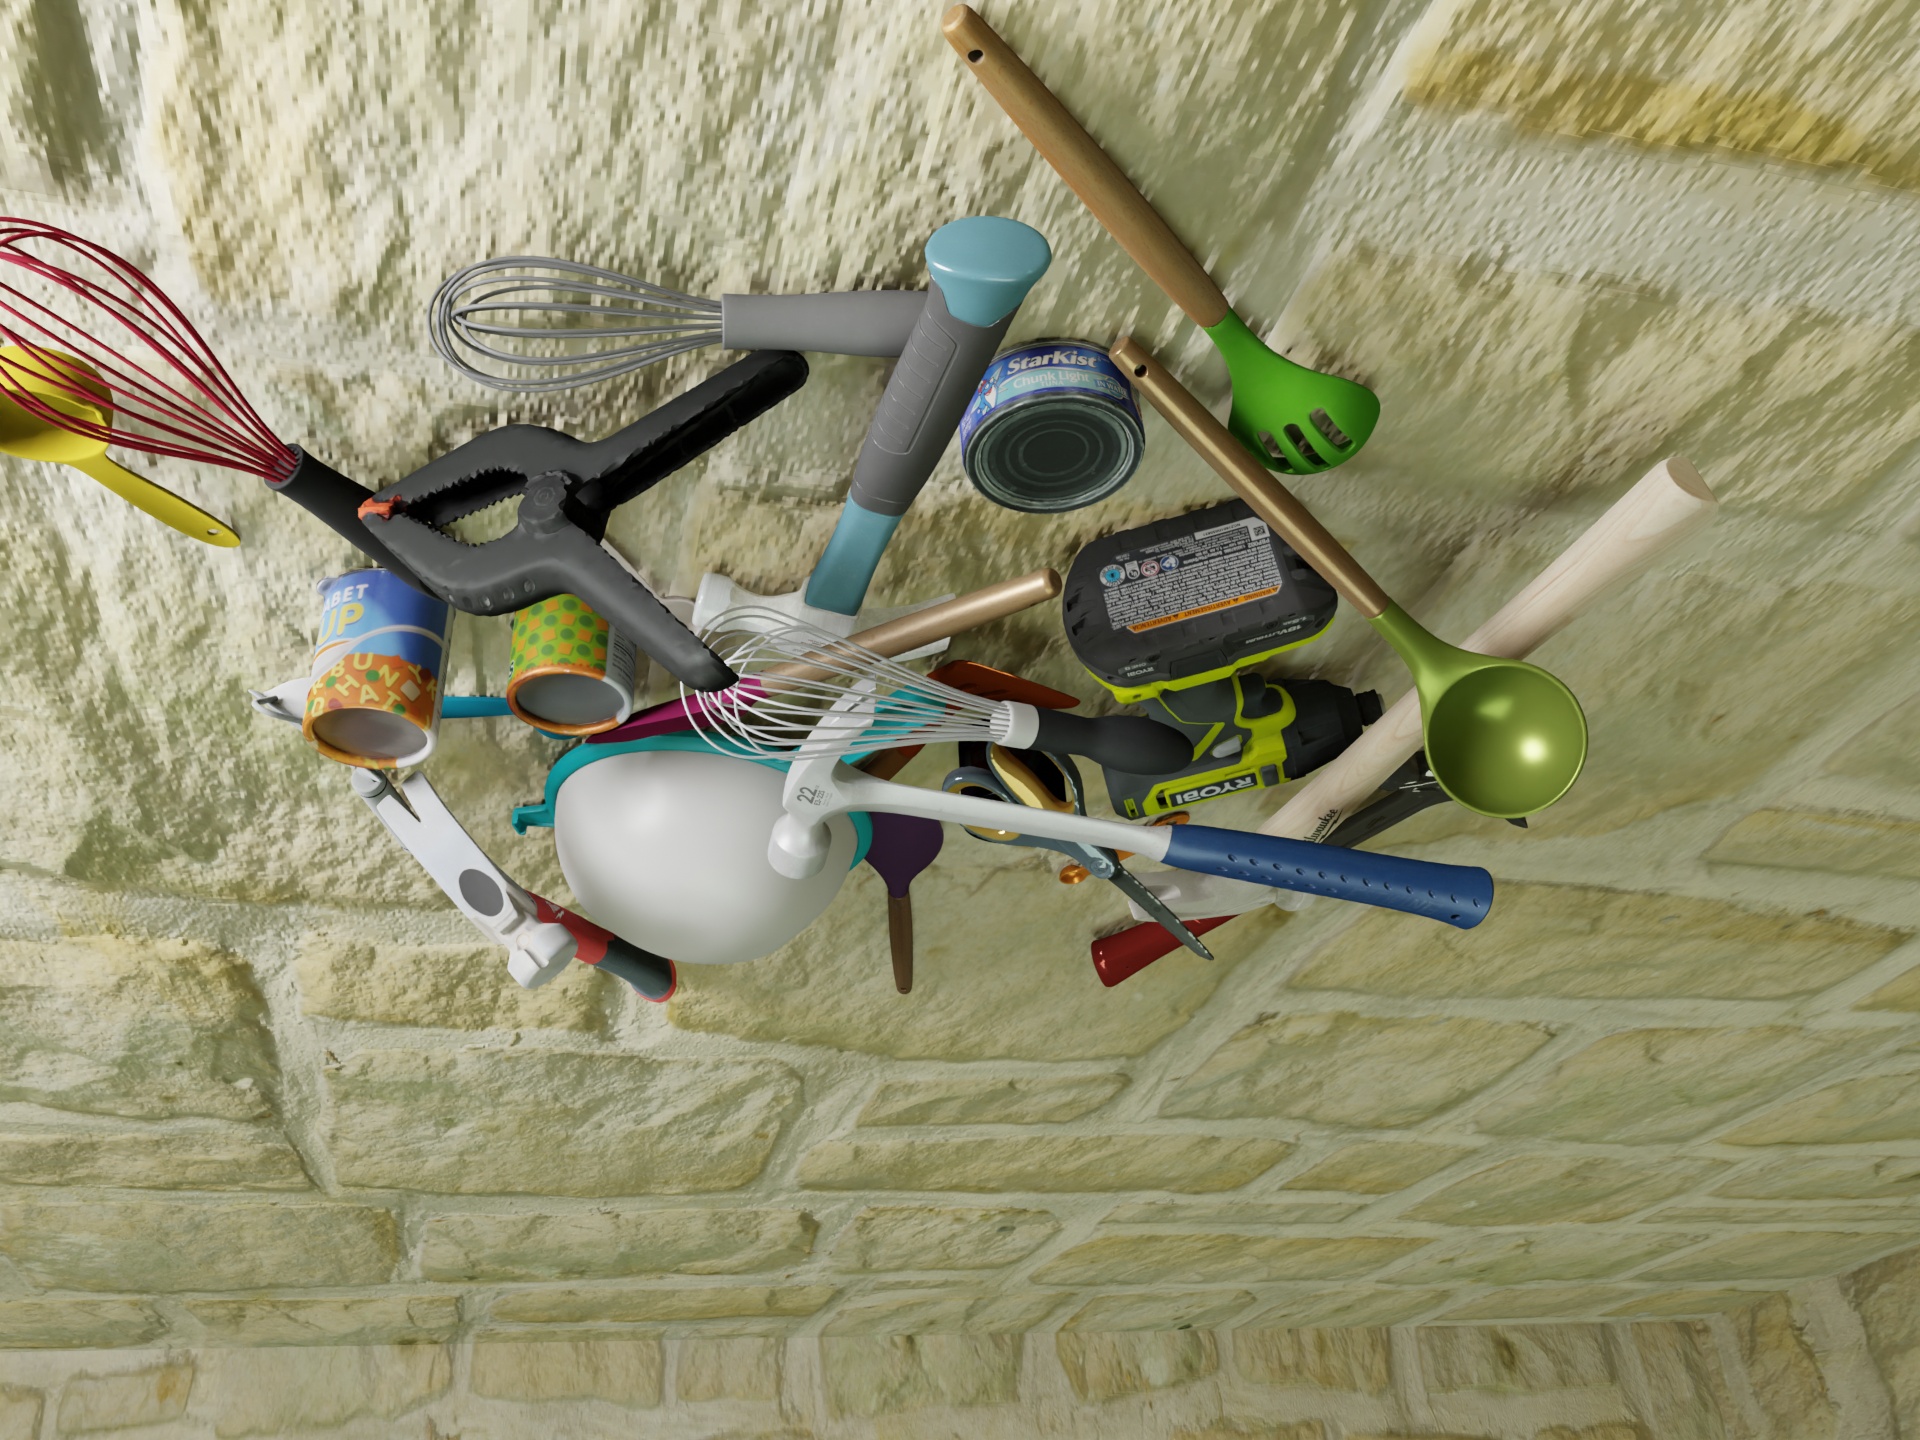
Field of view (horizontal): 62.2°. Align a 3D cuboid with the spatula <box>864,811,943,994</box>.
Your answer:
[{"bbox_3d":[-0.043,0.137,1.182,0.060,0.018,0.315,1,148,0],"label":"spatula"}]

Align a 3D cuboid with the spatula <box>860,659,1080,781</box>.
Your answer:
[{"bbox_3d":[-0.047,0.035,0.995,0.081,0.041,0.322,18,143,-26],"label":"spatula"}]

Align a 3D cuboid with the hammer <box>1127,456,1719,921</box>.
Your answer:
[{"bbox_3d":[0.244,0.002,0.882,0.146,0.038,0.410,-1,146,-32],"label":"hammer"}]

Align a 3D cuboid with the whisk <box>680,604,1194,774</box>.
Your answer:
[{"bbox_3d":[-0.001,-0.004,0.776,0.284,0.070,0.070,9,146,-29],"label":"whisk"}]

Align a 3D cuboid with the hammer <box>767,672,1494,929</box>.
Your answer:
[{"bbox_3d":[0.105,0.064,0.881,0.405,0.035,0.144,10,136,-10],"label":"hammer"}]

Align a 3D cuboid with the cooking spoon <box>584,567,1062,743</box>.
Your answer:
[{"bbox_3d":[-0.080,-0.026,0.819,0.319,0.017,0.068,-17,172,36],"label":"cooking spoon"}]

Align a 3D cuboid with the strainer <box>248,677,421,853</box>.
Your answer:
[{"bbox_3d":[-0.356,0.030,0.950,0.087,0.050,0.258,31,158,12],"label":"strainer"}]

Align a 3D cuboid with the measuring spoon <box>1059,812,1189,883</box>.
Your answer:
[{"bbox_3d":[0.116,0.089,1.135,0.117,0.011,0.021,-32,139,32],"label":"measuring spoon"}]

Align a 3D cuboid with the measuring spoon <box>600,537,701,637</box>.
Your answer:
[{"bbox_3d":[-0.178,-0.077,0.822,0.034,0.018,0.124,-41,134,3],"label":"measuring spoon"}]

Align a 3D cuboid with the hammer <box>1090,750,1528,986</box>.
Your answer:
[{"bbox_3d":[0.230,0.119,1.170,0.149,0.037,0.359,18,142,-32],"label":"hammer"}]

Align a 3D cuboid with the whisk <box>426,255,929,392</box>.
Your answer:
[{"bbox_3d":[-0.097,-0.163,0.661,0.239,0.055,0.055,-2,149,-10],"label":"whisk"}]

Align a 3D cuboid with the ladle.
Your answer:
[{"bbox_3d":[0.184,-0.065,0.751,0.320,0.062,0.078,40,108,-22],"label":"ladle"}]

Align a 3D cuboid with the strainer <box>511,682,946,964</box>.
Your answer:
[{"bbox_3d":[-0.124,0.075,0.960,0.210,0.095,0.340,27,144,-31],"label":"strainer"}]

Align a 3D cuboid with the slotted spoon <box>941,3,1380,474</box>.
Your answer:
[{"bbox_3d":[0.091,-0.185,0.668,0.070,0.031,0.313,-20,144,32],"label":"slotted spoon"}]

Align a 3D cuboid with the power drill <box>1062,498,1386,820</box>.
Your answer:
[{"bbox_3d":[0.150,-0.025,0.891,0.171,0.080,0.223,-15,151,8],"label":"power drill"}]

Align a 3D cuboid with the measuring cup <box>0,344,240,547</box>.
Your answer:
[{"bbox_3d":[-0.381,-0.121,0.723,0.062,0.029,0.156,-10,160,11],"label":"measuring cup"}]

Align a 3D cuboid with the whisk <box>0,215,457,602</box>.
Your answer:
[{"bbox_3d":[-0.312,-0.121,0.696,0.073,0.073,0.295,-17,152,20],"label":"whisk"}]

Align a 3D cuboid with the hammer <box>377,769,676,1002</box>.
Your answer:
[{"bbox_3d":[-0.263,0.134,1.062,0.038,0.143,0.386,-43,167,-8],"label":"hammer"}]

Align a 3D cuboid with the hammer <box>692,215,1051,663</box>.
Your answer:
[{"bbox_3d":[-0.034,-0.108,0.713,0.128,0.033,0.331,14,153,-12],"label":"hammer"}]

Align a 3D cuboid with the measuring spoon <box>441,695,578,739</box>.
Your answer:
[{"bbox_3d":[-0.277,0.000,0.925,0.128,0.021,0.042,-1,148,-5],"label":"measuring spoon"}]
